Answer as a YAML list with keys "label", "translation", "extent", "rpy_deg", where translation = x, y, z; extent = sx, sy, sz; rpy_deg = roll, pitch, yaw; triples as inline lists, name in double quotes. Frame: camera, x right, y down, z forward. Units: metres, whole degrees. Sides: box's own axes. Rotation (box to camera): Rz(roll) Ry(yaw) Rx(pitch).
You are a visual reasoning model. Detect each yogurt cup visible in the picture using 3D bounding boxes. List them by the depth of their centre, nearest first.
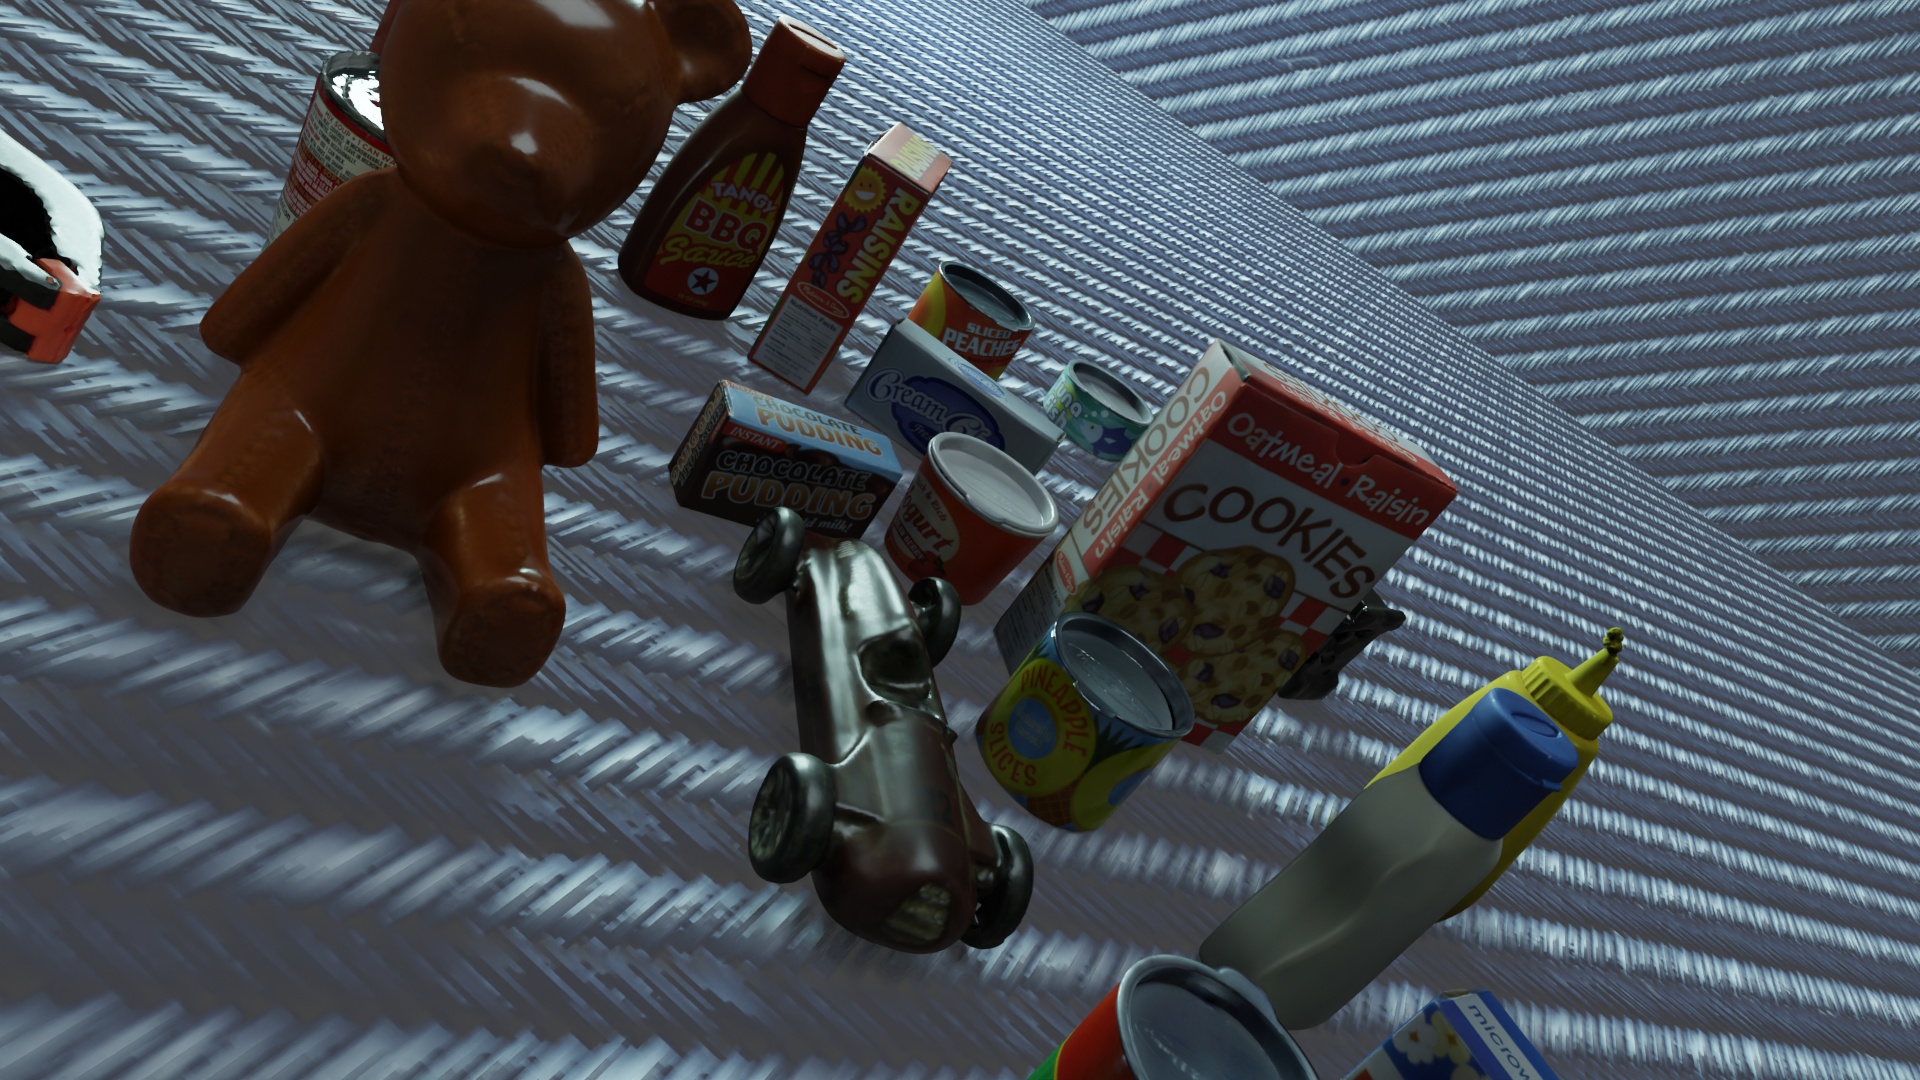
- label: "yogurt cup"
  translation: [0.002, -0.008, 0.625]
  extent: [0.072, 0.053, 0.073]
  rpy_deg: [29, 26, -15]

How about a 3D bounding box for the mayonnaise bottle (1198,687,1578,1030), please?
- label: "mayonnaise bottle"
  translation: [0.151, 0.114, 0.490]
  extent: [0.065, 0.147, 0.041]
  rpy_deg: [16, 31, -36]

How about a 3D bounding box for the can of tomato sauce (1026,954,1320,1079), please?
- label: "can of tomato sauce"
  translation: [0.044, 0.158, 0.358]
  extent: [0.071, 0.082, 0.071]
  rpy_deg: [29, 26, -15]

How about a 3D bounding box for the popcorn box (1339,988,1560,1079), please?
- label: "popcorn box"
  translation: [0.160, 0.210, 0.409]
  extent: [0.038, 0.085, 0.127]
  rpy_deg: [11, 35, -43]

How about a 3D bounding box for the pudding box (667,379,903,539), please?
- label: "pudding box"
  translation: [-0.072, -0.030, 0.576]
  extent: [0.084, 0.049, 0.030]
  rpy_deg: [18, 30, -34]

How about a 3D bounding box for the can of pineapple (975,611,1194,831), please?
- label: "can of pineapple"
  translation: [0.047, 0.070, 0.541]
  extent: [0.071, 0.057, 0.071]
  rpy_deg: [29, 26, -15]

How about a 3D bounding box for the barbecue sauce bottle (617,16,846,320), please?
- label: "barbecue sauce bottle"
  translation: [-0.108, -0.179, 0.673]
  extent: [0.065, 0.148, 0.044]
  rpy_deg: [13, 33, -40]

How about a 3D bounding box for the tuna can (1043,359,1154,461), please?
- label: "tuna can"
  translation: [0.086, -0.083, 0.884]
  extent: [0.071, 0.032, 0.071]
  rpy_deg: [29, 26, -15]

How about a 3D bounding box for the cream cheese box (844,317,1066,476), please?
- label: "cream cheese box"
  translation: [-0.004, -0.063, 0.713]
  extent: [0.104, 0.053, 0.024]
  rpy_deg: [36, 25, 1]

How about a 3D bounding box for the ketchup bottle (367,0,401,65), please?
- label: "ketchup bottle"
  translation: [-0.247, -0.288, 0.685]
  extent: [0.043, 0.148, 0.065]
  rpy_deg: [22, 28, -28]

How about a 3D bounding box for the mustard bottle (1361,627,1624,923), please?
- label: "mustard bottle"
  translation: [0.235, 0.099, 0.607]
  extent: [0.049, 0.159, 0.065]
  rpy_deg: [24, 28, -25]

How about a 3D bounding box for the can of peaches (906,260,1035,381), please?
- label: "can of peaches"
  translation: [0.001, -0.120, 0.813]
  extent: [0.071, 0.057, 0.071]
  rpy_deg: [29, 26, -15]

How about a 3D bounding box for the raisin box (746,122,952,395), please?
- label: "raisin box"
  translation: [-0.056, -0.145, 0.708]
  extent: [0.040, 0.123, 0.086]
  rpy_deg: [33, 25, -8]

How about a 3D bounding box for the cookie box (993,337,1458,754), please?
- label: "cookie box"
  translation: [0.112, 0.010, 0.599]
  extent: [0.123, 0.166, 0.040]
  rpy_deg: [22, 28, -27]
